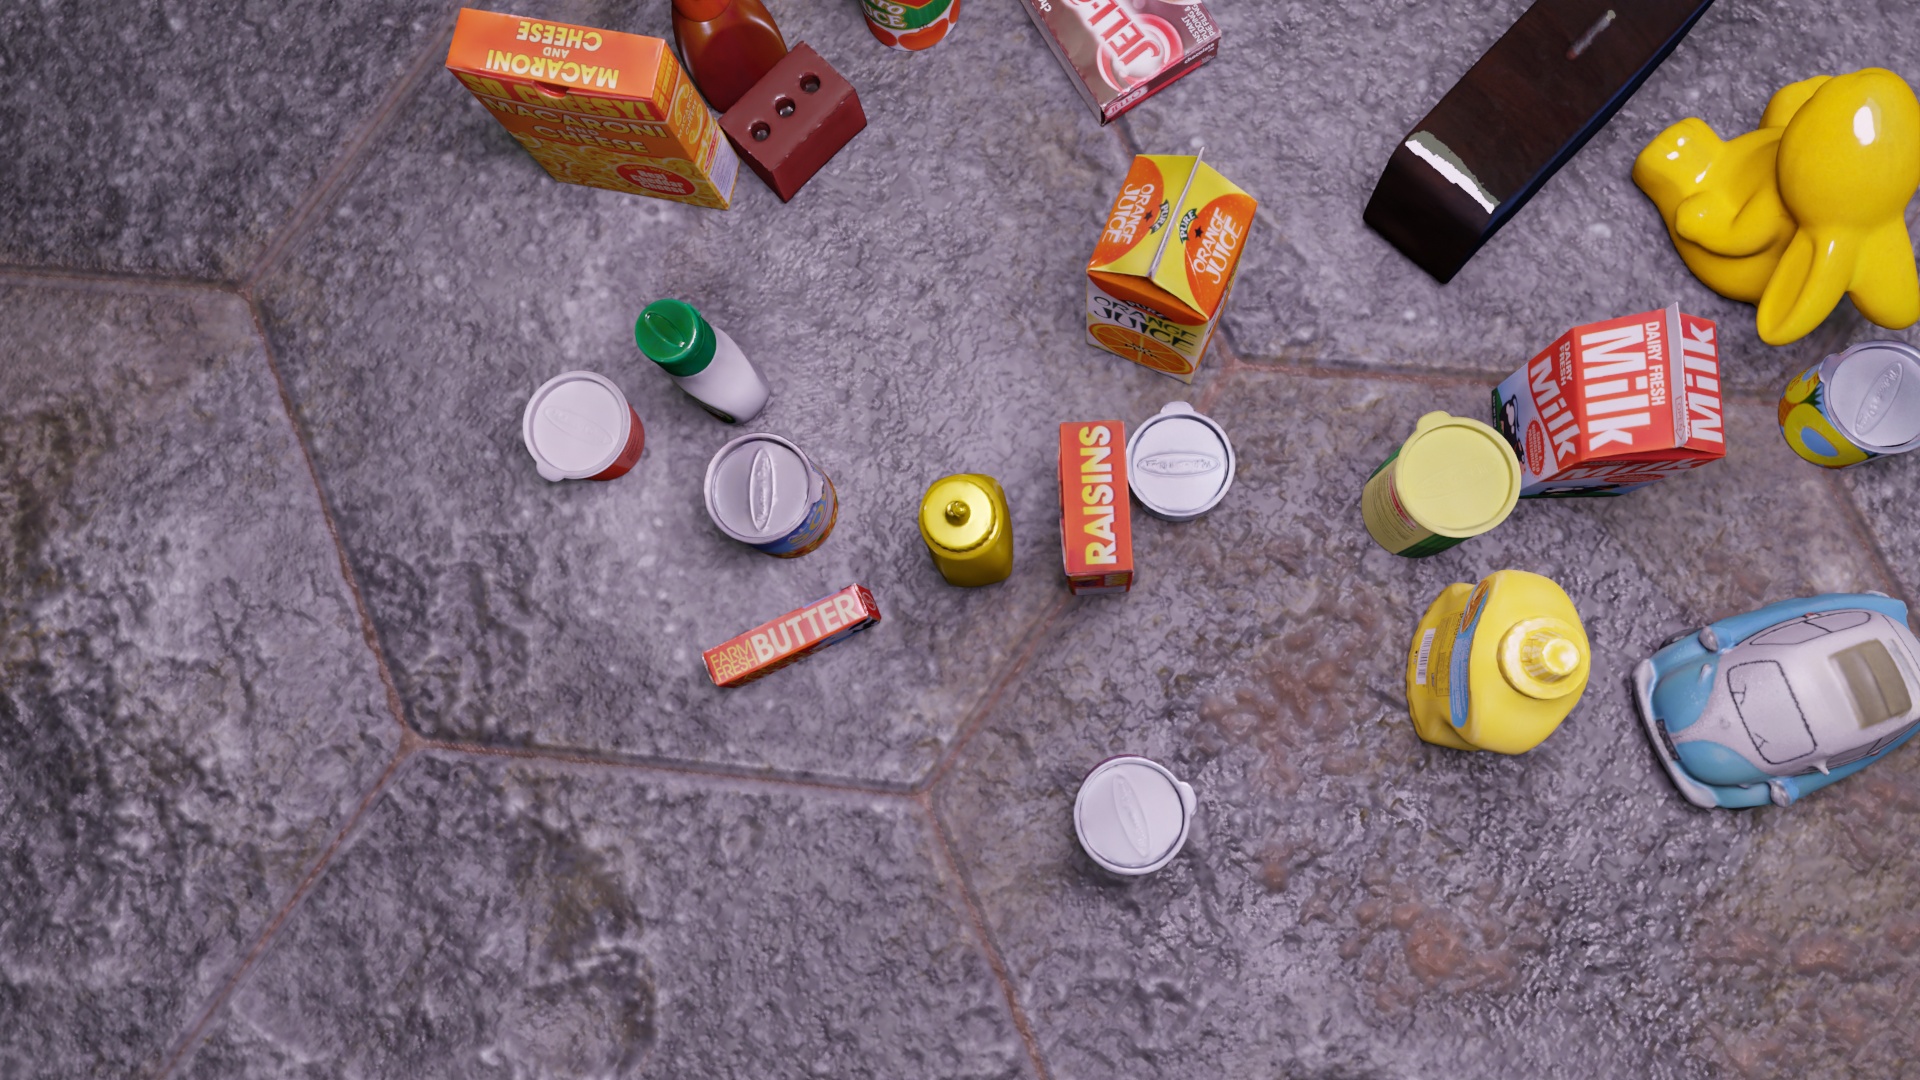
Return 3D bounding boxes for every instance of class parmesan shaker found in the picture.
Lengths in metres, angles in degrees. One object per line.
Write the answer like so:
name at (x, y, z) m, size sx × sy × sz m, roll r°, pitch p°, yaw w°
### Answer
parmesan shaker at (0.273, -0.031, 0.802) m, size 0.071 × 0.103 × 0.071 m, roll -1°, pitch 83°, yaw 5°

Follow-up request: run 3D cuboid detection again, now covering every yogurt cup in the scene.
yogurt cup at (-0.234, -0.069, 0.879) m, size 0.072 × 0.054 × 0.072 m, roll -1°, pitch 82°, yaw 5°

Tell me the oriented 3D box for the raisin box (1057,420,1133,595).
raisin box at (0.078, -0.016, 0.808) m, size 0.040 × 0.123 × 0.086 m, roll -2°, pitch 82°, yaw 5°

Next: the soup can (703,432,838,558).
soup can at (-0.111, -0.025, 0.846) m, size 0.071 × 0.083 × 0.071 m, roll -1°, pitch 83°, yaw 5°

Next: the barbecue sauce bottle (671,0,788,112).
barbecue sauce bottle at (-0.149, -0.319, 0.857) m, size 0.065 × 0.148 × 0.044 m, roll -30°, pitch 81°, yaw 1°

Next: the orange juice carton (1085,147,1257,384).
orange juice carton at (0.117, -0.155, 0.788) m, size 0.073 × 0.192 × 0.072 m, roll 23°, pitch 86°, yaw 8°

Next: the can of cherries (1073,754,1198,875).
can of cherries at (0.102, 0.159, 0.814) m, size 0.071 × 0.058 × 0.071 m, roll -1°, pitch 82°, yaw 5°

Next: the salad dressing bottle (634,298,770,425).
salad dressing bottle at (-0.154, -0.107, 0.829) m, size 0.064 × 0.147 × 0.044 m, roll 41°, pitch 88°, yaw 9°

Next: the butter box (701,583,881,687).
butter box at (-0.102, 0.059, 0.850) m, size 0.103 × 0.053 × 0.024 m, roll -25°, pitch 81°, yaw 2°

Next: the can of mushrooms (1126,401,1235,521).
can of mushrooms at (0.134, -0.047, 0.852) m, size 0.071 × 0.033 × 0.071 m, roll -1°, pitch 82°, yaw 5°

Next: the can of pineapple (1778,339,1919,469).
can of pineapple at (0.522, -0.079, 0.809) m, size 0.071 × 0.058 × 0.071 m, roll -1°, pitch 82°, yaw 5°

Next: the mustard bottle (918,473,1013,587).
mustard bottle at (0.003, -0.010, 0.795) m, size 0.049 × 0.160 × 0.065 m, roll -8°, pitch 82°, yaw 4°

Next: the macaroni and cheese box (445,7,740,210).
macaroni and cheese box at (-0.216, -0.257, 0.846) m, size 0.124 × 0.166 × 0.040 m, roll 11°, pitch 84°, yaw 7°

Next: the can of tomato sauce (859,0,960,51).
can of tomato sauce at (-0.037, -0.360, 0.886) m, size 0.071 × 0.083 × 0.071 m, roll -1°, pitch 83°, yaw 5°

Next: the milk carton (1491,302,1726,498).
milk carton at (0.354, -0.070, 0.756) m, size 0.073 × 0.190 × 0.072 m, roll -2°, pitch 83°, yaw 5°
